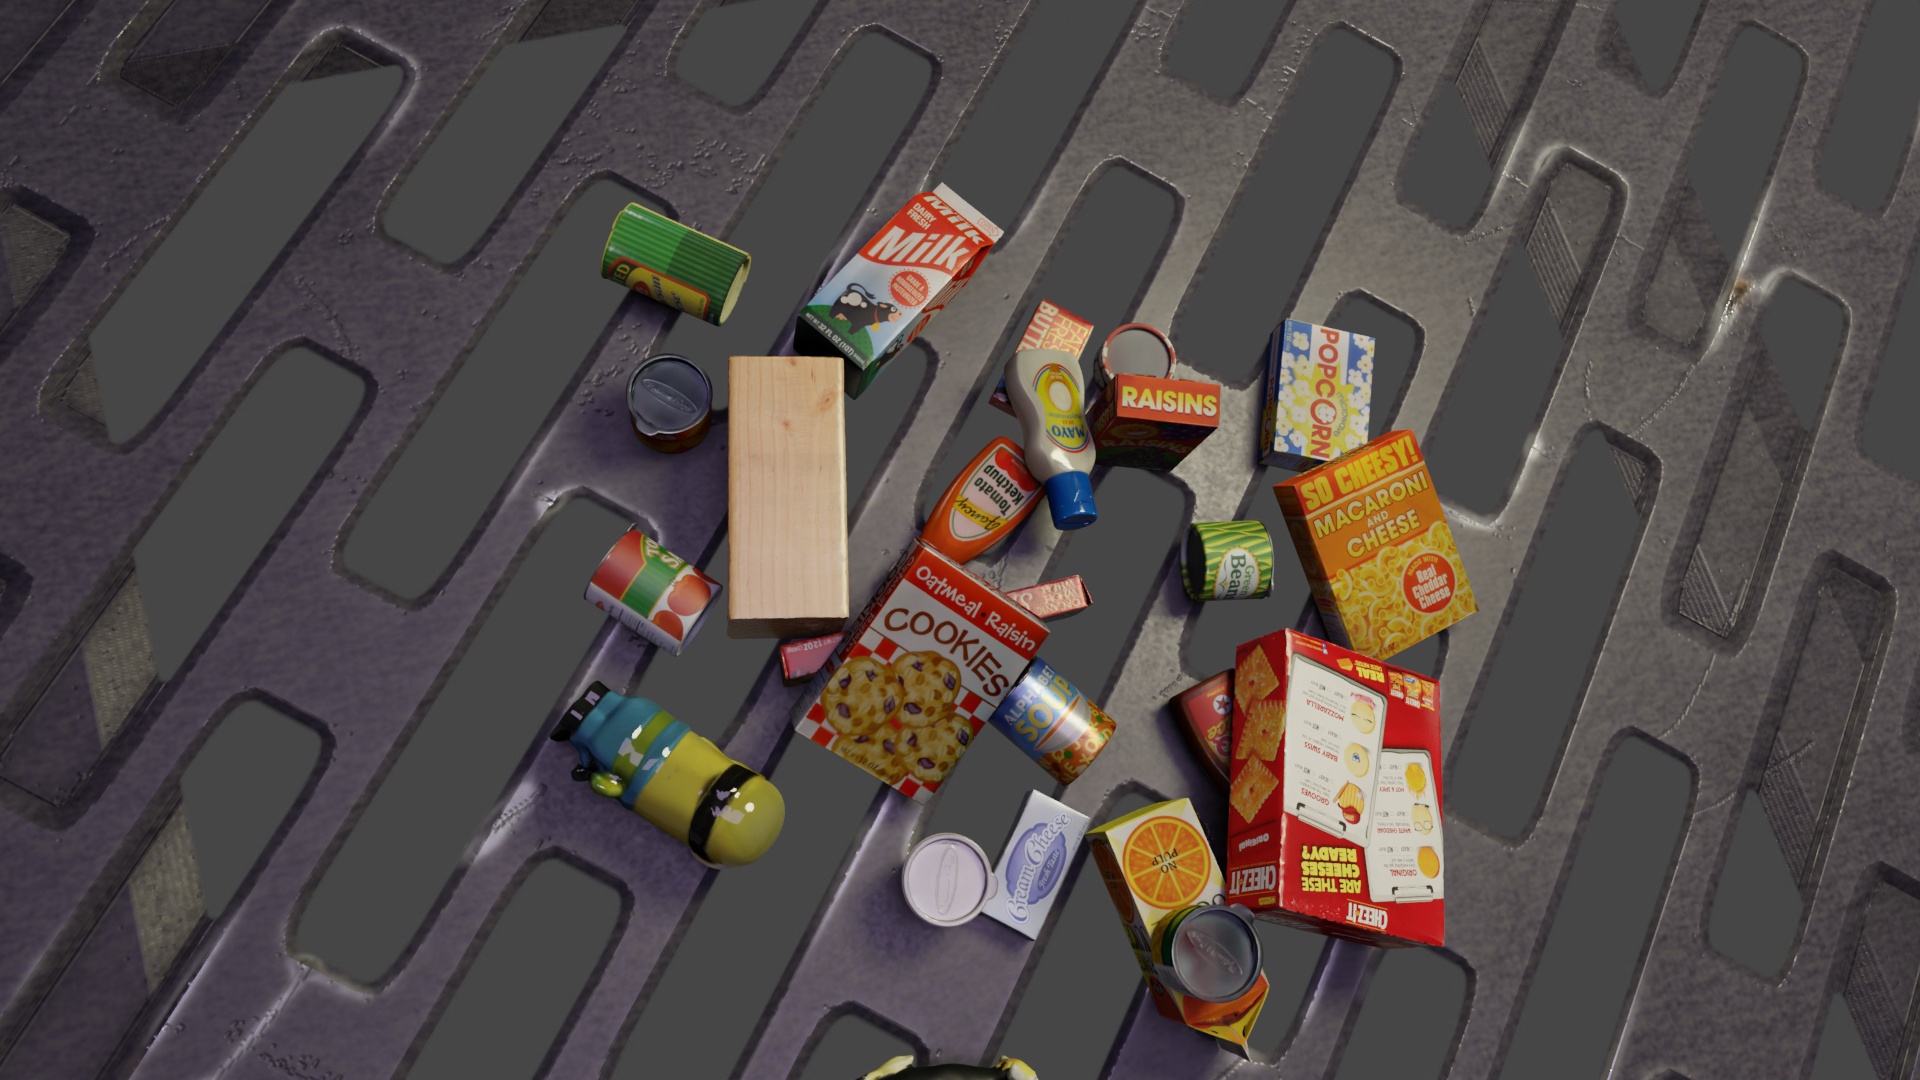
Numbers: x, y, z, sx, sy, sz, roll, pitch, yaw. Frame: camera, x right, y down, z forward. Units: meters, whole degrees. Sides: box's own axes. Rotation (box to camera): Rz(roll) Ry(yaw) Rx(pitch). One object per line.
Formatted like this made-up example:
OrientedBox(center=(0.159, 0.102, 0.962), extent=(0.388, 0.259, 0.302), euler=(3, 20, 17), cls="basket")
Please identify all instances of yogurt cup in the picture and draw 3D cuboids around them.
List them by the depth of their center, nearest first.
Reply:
OrientedBox(center=(-0.013, 0.257, 1.050), extent=(0.072, 0.053, 0.072), euler=(2, 76, -9), cls="yogurt cup")

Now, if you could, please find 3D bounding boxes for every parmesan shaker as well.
OrientedBox(center=(-0.230, -0.224, 1.127), extent=(0.103, 0.071, 0.071), euler=(23, 74, -3), cls="parmesan shaker")

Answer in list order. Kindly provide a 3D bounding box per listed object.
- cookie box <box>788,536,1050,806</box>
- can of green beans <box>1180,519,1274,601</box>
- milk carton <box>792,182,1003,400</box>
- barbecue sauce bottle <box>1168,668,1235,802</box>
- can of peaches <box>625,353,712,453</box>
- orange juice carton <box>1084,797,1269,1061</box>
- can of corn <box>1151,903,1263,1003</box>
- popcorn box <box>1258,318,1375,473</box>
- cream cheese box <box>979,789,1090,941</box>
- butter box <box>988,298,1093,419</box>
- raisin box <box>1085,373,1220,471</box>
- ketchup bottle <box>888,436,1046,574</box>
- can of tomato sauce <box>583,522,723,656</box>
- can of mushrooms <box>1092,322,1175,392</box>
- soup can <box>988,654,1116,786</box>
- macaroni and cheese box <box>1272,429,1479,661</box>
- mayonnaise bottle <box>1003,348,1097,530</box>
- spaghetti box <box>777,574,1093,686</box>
OrientedBox(center=(-0.030, 0.099, 1.050), extent=(0.123, 0.040, 0.167), euler=(35, 93, -20), cls="cookie box")
OrientedBox(center=(0.219, 0.017, 1.144), extent=(0.058, 0.071, 0.071), euler=(-2, 77, -10), cls="can of green beans")
OrientedBox(center=(-0.049, -0.215, 1.155), extent=(0.072, 0.073, 0.191), euler=(40, 73, 2), cls="milk carton")
OrientedBox(center=(0.227, 0.181, 1.116), extent=(0.065, 0.043, 0.148), euler=(-24, 81, -16), cls="barbecue sauce bottle")
OrientedBox(center=(-0.232, -0.106, 1.104), extent=(0.071, 0.058, 0.071), euler=(2, 76, -9), cls="can of peaches")
OrientedBox(center=(0.171, 0.300, 1.061), extent=(0.073, 0.071, 0.193), euler=(-20, 80, -13), cls="orange juice carton")
OrientedBox(center=(0.177, 0.292, 0.995), extent=(0.071, 0.058, 0.071), euler=(2, 75, -8), cls="can of corn")
OrientedBox(center=(0.310, -0.123, 1.210), extent=(0.085, 0.038, 0.127), euler=(11, 74, -8), cls="popcorn box")
OrientedBox(center=(0.055, 0.251, 1.079), extent=(0.053, 0.024, 0.104), euler=(27, 73, -1), cls="cream cheese box")
OrientedBox(center=(0.069, -0.150, 1.184), extent=(0.053, 0.024, 0.104), euler=(27, 73, -3), cls="butter box")
OrientedBox(center=(0.152, -0.095, 1.132), extent=(0.086, 0.123, 0.040), euler=(6, 76, -8), cls="raisin box")
OrientedBox(center=(0.004, -0.014, 1.128), extent=(0.065, 0.043, 0.149), euler=(44, 74, -1), cls="ketchup bottle")
OrientedBox(center=(-0.233, 0.038, 1.062), extent=(0.083, 0.071, 0.071), euler=(33, 73, -1), cls="can of tomato sauce")
OrientedBox(center=(0.149, -0.153, 1.194), extent=(0.071, 0.033, 0.071), euler=(2, 76, -8), cls="can of mushrooms")
OrientedBox(center=(0.071, 0.140, 1.085), extent=(0.084, 0.071, 0.071), euler=(40, 73, 2), cls="soup can")
OrientedBox(center=(0.347, 0.007, 1.161), extent=(0.124, 0.040, 0.166), euler=(-24, 97, -15), cls="macaroni and cheese box")
OrientedBox(center=(0.078, -0.082, 1.121), extent=(0.065, 0.041, 0.148), euler=(0, 67, -28), cls="mayonnaise bottle")
OrientedBox(center=(-0.020, 0.071, 1.099), extent=(0.250, 0.050, 0.029), euler=(-13, 80, -13), cls="spaghetti box")
